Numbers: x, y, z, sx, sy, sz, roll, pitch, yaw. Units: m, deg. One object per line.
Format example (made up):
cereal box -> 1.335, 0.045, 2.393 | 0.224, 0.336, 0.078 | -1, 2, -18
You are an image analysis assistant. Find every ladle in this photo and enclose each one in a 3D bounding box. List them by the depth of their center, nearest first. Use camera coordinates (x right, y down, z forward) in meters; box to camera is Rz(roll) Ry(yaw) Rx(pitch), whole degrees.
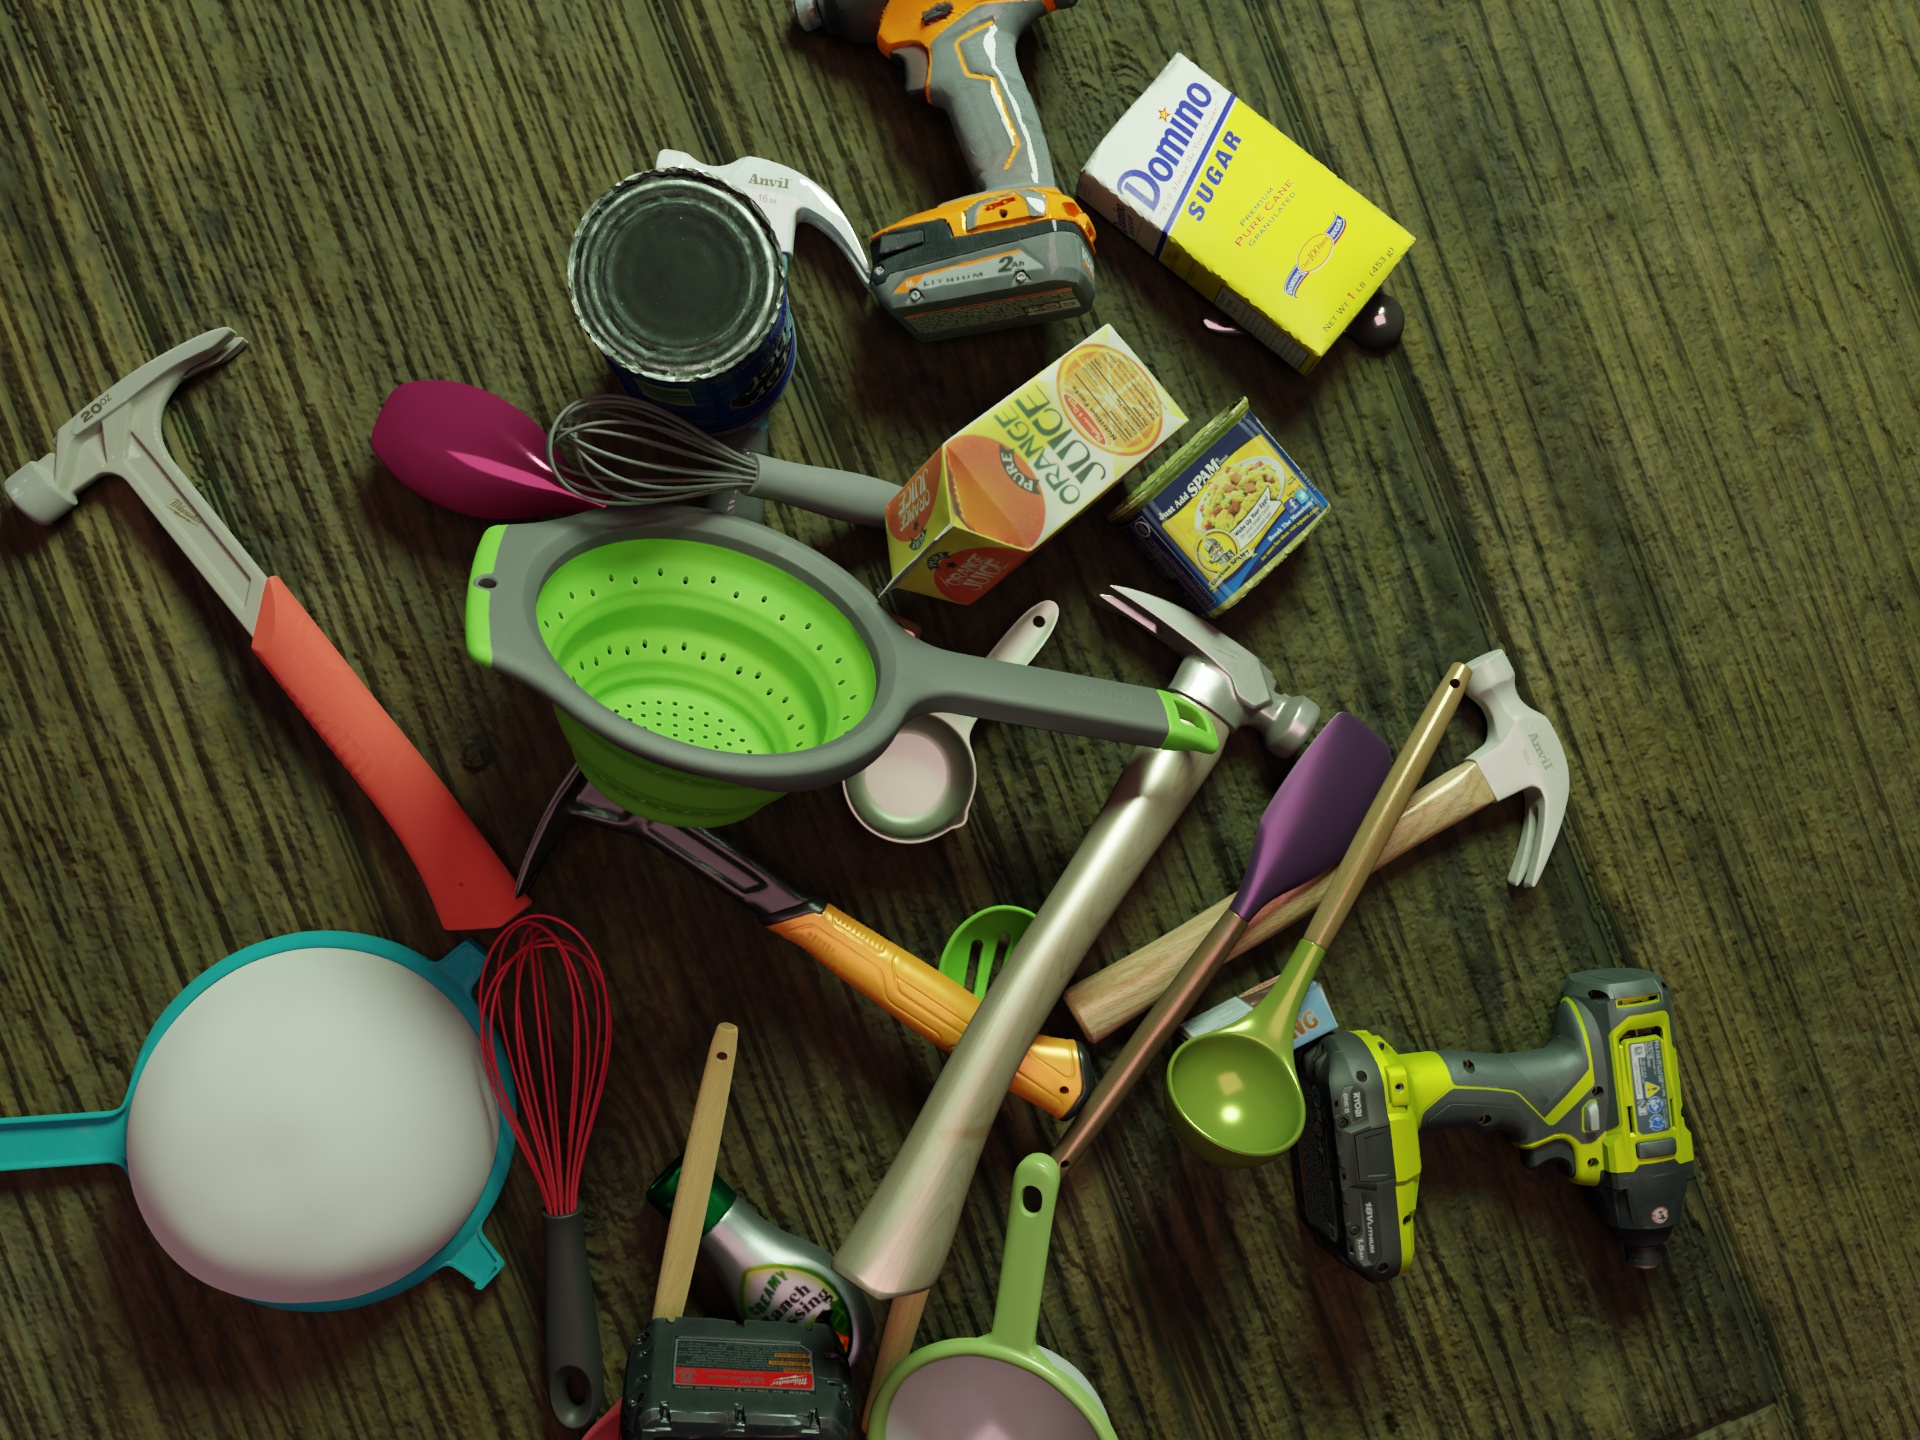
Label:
ladle -> -0.158, 0.310, 0.865 | 0.069, 0.031, 0.315 | 11, 102, -11
ladle -> 0.210, 0.100, 0.879 | 0.078, 0.062, 0.320 | 29, 78, 11

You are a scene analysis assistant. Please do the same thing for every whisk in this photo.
whisk -> -0.111, -0.128, 0.847 | 0.238, 0.055, 0.055 | 6, 88, -41
whisk -> -0.222, 0.251, 0.879 | 0.073, 0.073, 0.296 | -4, 96, -6

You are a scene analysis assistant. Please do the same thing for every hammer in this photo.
hammer -> 0.045, 0.115, 0.864 | 0.146, 0.038, 0.411 | 34, 71, -3
hammer -> -0.077, 0.126, 0.877 | 0.337, 0.034, 0.127 | 33, 89, -3
hammer -> -0.353, -0.036, 0.878 | 0.149, 0.037, 0.359 | -38, 92, -5
hammer -> -0.126, -0.152, 0.904 | 0.128, 0.033, 0.331 | 7, 89, -4
hammer -> 0.211, 0.094, 0.935 | 0.331, 0.031, 0.130 | -30, 92, -5

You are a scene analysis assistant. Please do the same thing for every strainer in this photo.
strainer -> -0.414, 0.225, 0.838 | 0.340, 0.095, 0.211 | -2, 90, -7
strainer -> 0.034, 0.350, 0.877 | 0.151, 0.069, 0.256 | 11, 101, 18

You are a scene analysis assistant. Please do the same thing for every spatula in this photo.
spatula -> 0.144, 0.133, 0.903 | 0.059, 0.018, 0.316 | 38, 86, -14

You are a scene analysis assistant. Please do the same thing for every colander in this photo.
colander -> -0.058, 0.000, 0.829 | 0.397, 0.205, 0.094 | 10, 129, -18

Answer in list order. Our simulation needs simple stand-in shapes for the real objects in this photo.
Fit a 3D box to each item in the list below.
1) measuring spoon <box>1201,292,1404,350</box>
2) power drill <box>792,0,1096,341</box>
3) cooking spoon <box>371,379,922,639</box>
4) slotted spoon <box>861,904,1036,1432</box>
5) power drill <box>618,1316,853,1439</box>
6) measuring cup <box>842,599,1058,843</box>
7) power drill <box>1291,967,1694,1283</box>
measuring spoon -> 0.205, -0.239, 0.945 | 0.124, 0.018, 0.034 | -1, 89, -5
power drill -> -0.009, -0.335, 0.890 | 0.164, 0.084, 0.226 | -6, 86, 15
cooking spoon -> -0.169, -0.107, 0.874 | 0.319, 0.017, 0.069 | 23, 84, -3
slotted spoon -> -0.010, 0.257, 0.913 | 0.070, 0.031, 0.314 | 16, 89, -5
power drill -> -0.107, 0.442, 0.851 | 0.188, 0.080, 0.226 | 7, 105, -9
measuring cup -> -0.001, -0.003, 0.913 | 0.083, 0.038, 0.167 | 41, 84, -4
power drill -> 0.311, 0.244, 0.921 | 0.223, 0.080, 0.171 | -6, 90, -9
